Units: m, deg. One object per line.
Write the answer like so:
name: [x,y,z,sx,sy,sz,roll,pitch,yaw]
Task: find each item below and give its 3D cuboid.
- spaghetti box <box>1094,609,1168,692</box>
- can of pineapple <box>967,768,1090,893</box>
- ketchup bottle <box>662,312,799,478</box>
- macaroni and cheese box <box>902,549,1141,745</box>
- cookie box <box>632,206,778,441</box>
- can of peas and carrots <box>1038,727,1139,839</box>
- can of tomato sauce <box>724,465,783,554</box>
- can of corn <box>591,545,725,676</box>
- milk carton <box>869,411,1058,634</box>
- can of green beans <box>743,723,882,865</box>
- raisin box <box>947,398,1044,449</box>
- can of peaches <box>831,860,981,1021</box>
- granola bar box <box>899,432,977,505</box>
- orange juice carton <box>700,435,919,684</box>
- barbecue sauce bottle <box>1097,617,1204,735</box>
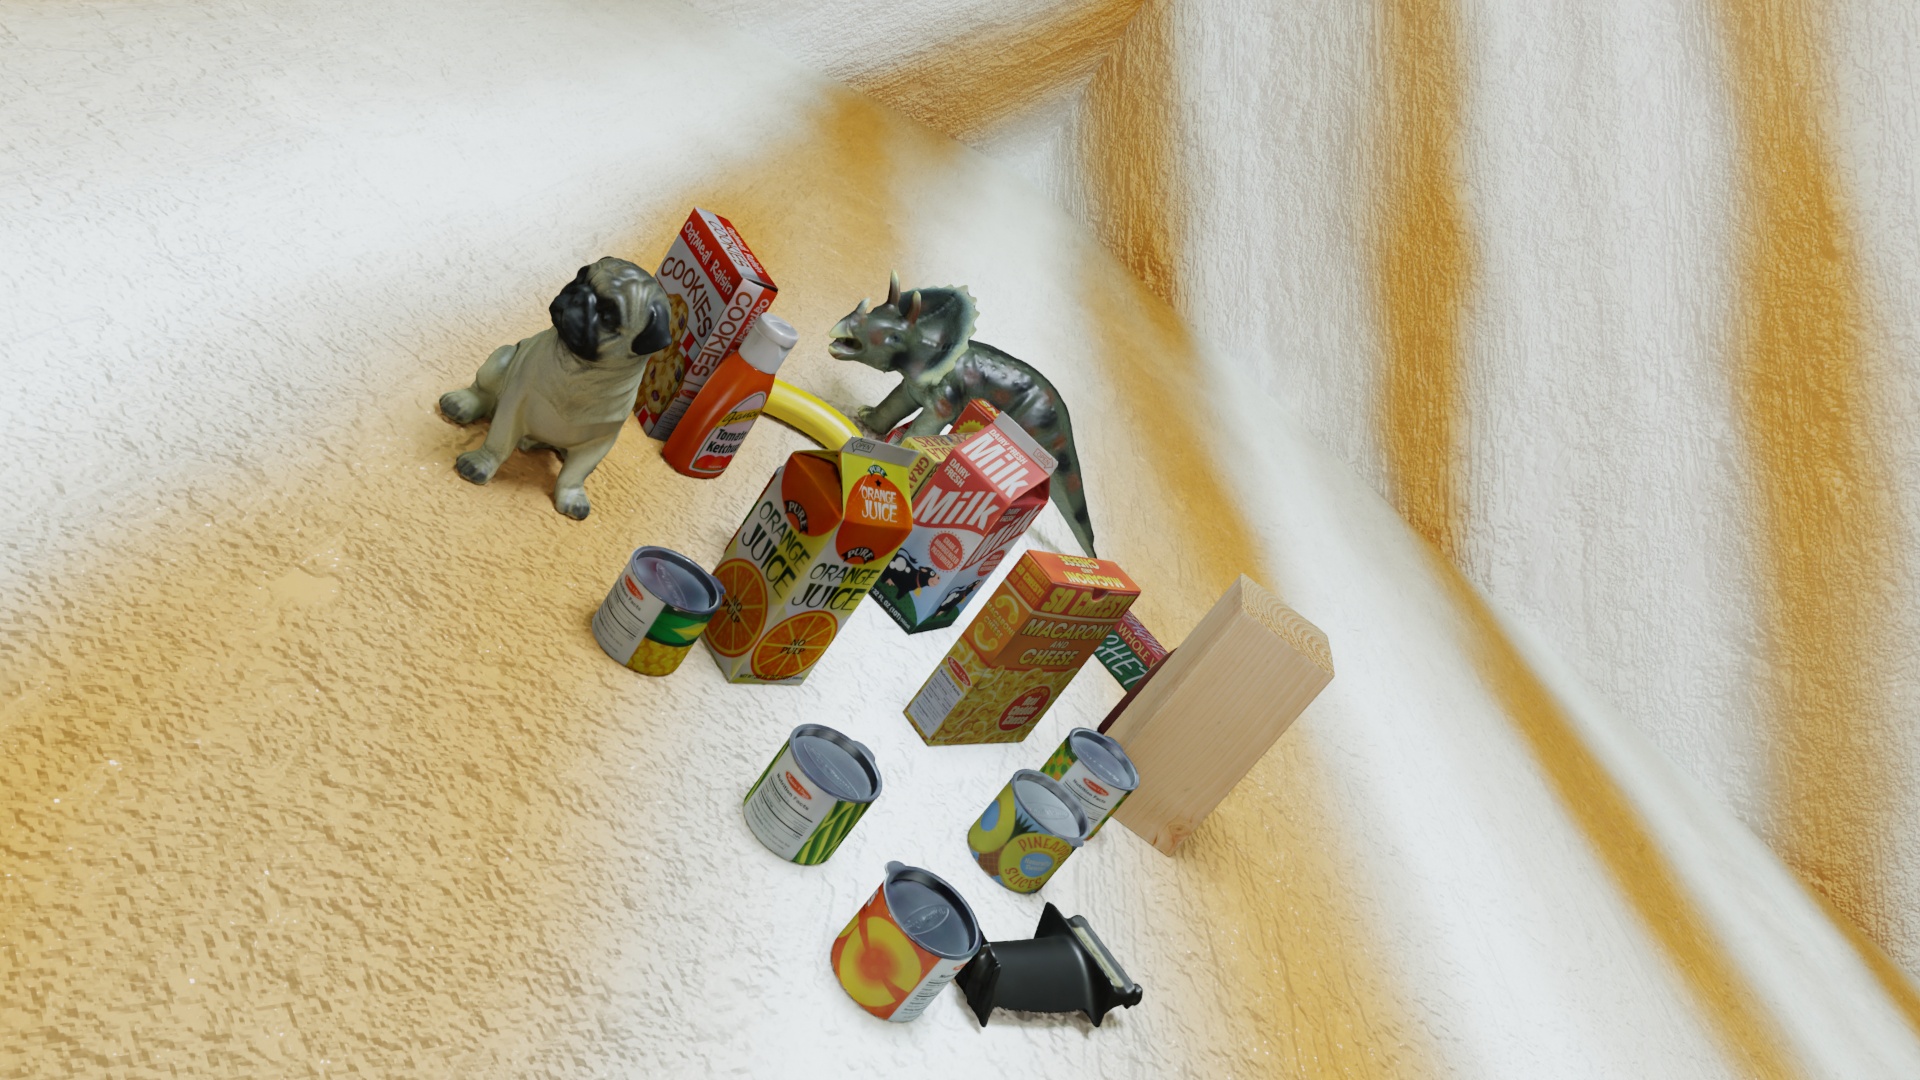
spaghetti box: [0.186,0.133,1.339,0.029,0.050,0.251,8,34,-51]
can of pineapple: [0.047,0.204,0.966,0.071,0.057,0.071,31,21,-14]
ketchup bottle: [-0.188,-0.121,1.158,0.043,0.148,0.065,45,22,21]
macaroni and cheese box: [0.050,0.086,1.066,0.124,0.166,0.040,8,34,-51]
cookie box: [-0.233,-0.185,1.197,0.040,0.167,0.123,15,29,-44]
can of peas and carrots: [0.095,0.187,1.074,0.071,0.058,0.071,31,21,-14]
can of tomato sauce: [-0.137,-0.006,1.086,0.071,0.082,0.071,31,21,-14]
can of corn: [-0.198,0.047,0.916,0.071,0.058,0.071,31,21,-14]
milk carton: [0.004,-0.015,1.174,0.072,0.190,0.073,44,22,20]
can of green beans: [-0.091,0.156,0.853,0.071,0.057,0.071,31,21,-14]
raisin box: [0.014,-0.069,1.396,0.086,0.123,0.040,42,21,14]
can of peaches: [-0.033,0.228,0.791,0.071,0.058,0.071,31,21,-14]
granola bar box: [-0.030,-0.039,1.264,0.039,0.123,0.166,43,22,16]
orange juice carton: [-0.102,0.007,0.961,0.072,0.192,0.073,10,33,-50]
barbecue sauce bottle: [0.186,0.129,1.211,0.065,0.148,0.044,19,26,-38]
